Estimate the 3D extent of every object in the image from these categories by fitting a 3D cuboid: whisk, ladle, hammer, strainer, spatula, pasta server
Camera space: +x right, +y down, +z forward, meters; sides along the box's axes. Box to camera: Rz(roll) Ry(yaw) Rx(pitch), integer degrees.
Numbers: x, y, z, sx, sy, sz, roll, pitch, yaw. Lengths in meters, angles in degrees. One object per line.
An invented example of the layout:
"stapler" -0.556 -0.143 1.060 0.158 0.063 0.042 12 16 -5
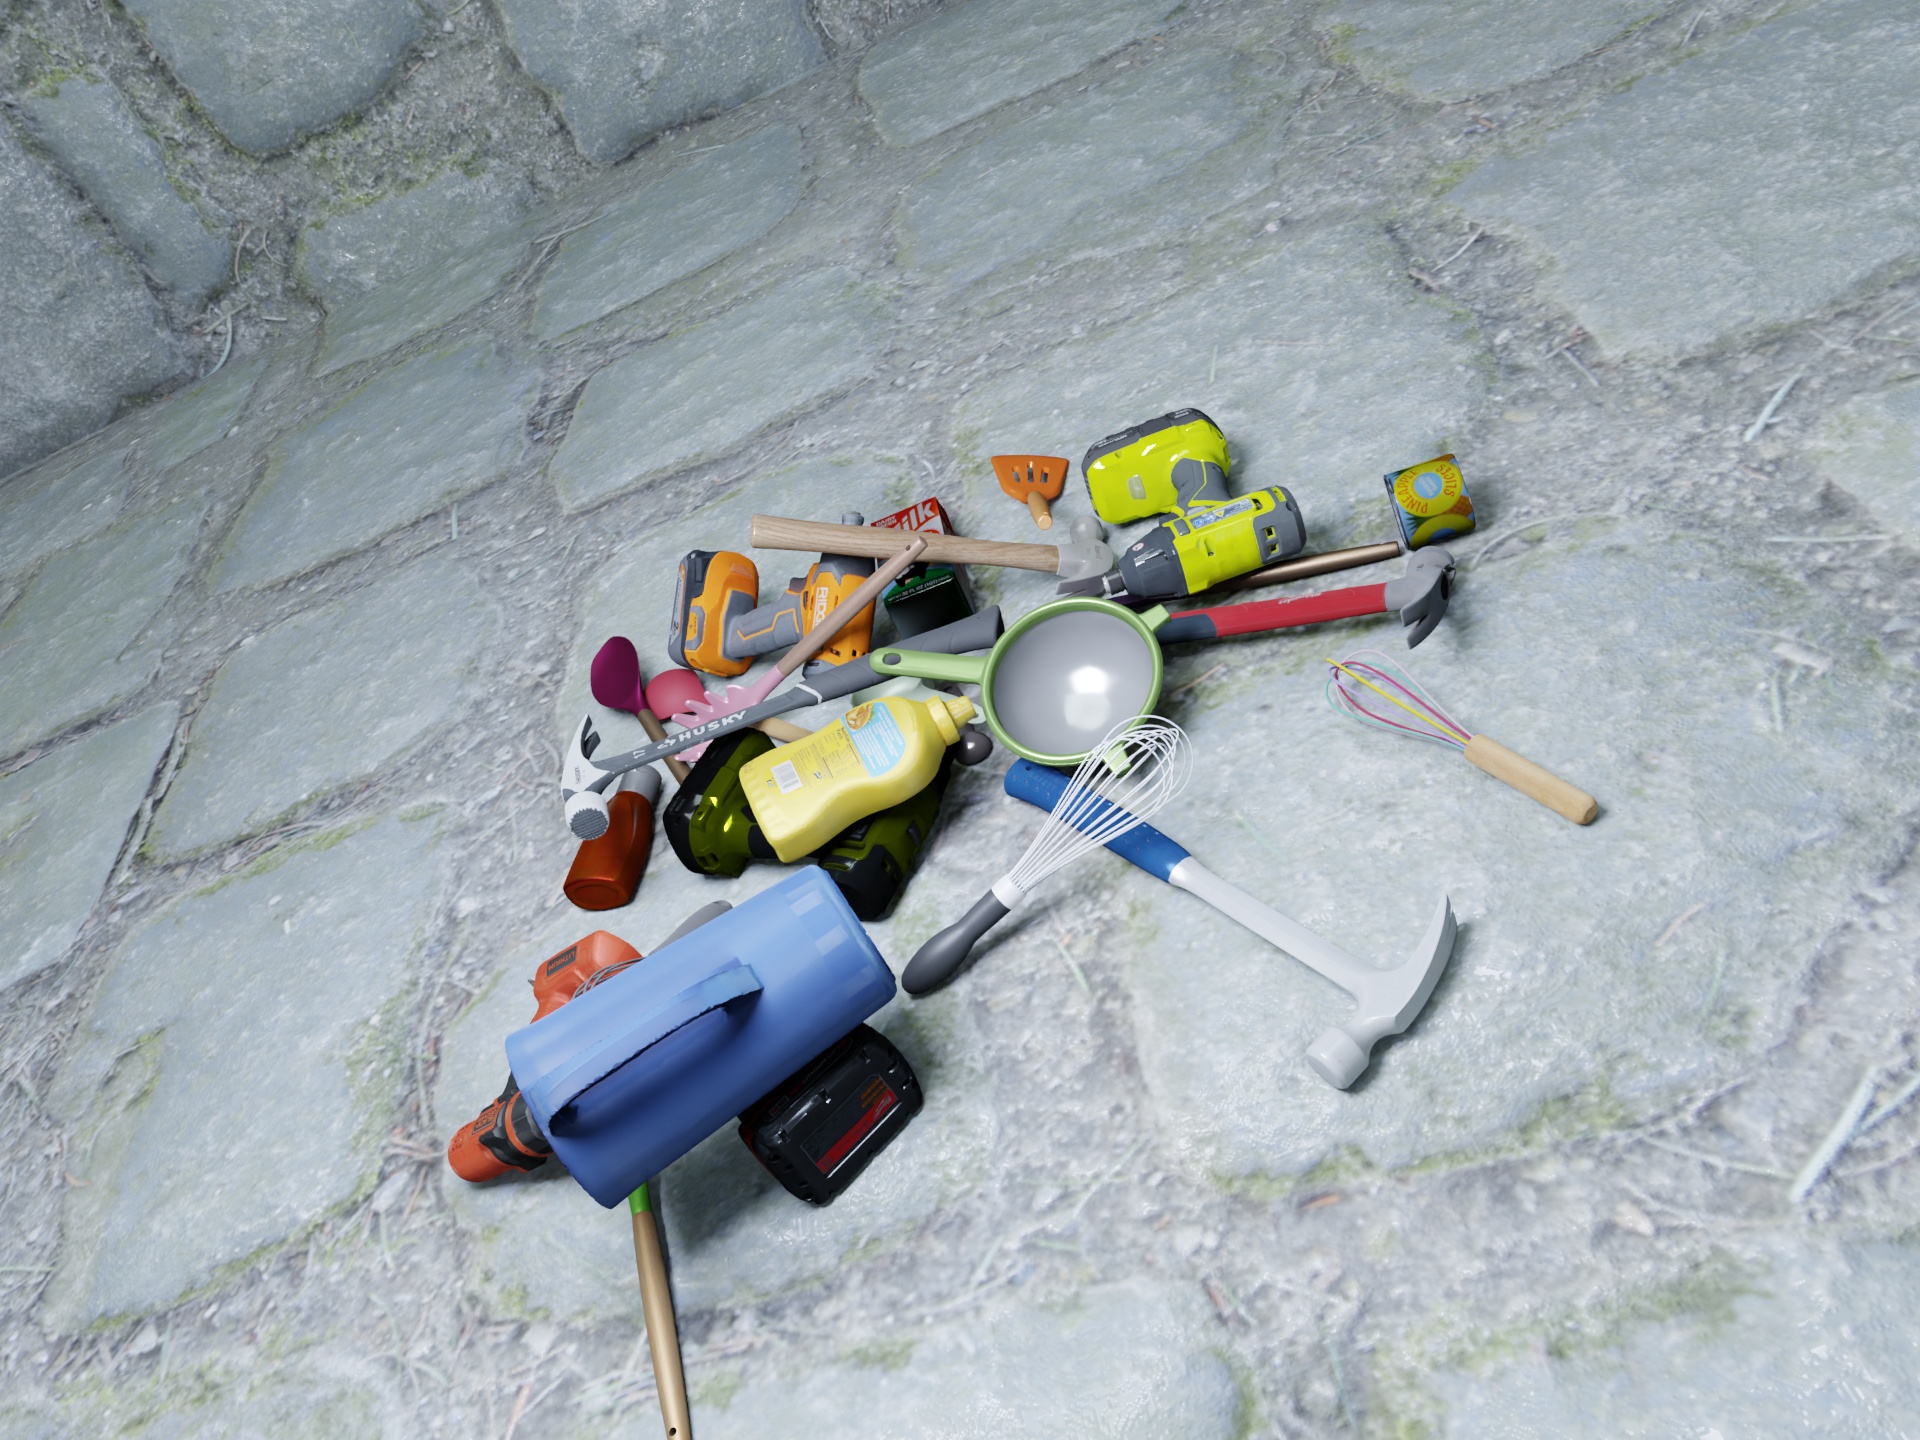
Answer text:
"whisk" -0.230 0.188 1.235 0.055 0.055 0.239 -13 10 20
"ladle" -0.210 -0.002 1.525 0.316 0.031 0.069 17 63 41
"hammer" -0.024 -0.155 1.444 0.331 0.031 0.130 4 37 -7
"whisk" 0.351 0.009 1.144 0.051 0.047 0.245 -37 42 -12
"strainer" 0.049 -0.027 1.317 0.256 0.069 0.152 7 67 24
"spatula" 0.220 -0.118 1.381 0.316 0.018 0.060 -10 6 19
"pasta server" -0.148 -0.064 1.437 0.316 0.040 0.060 -40 59 23
"whisk" 0.060 0.105 1.171 0.284 0.070 0.070 -45 37 9
"hammer" -0.152 -0.017 1.383 0.409 0.036 0.149 -21 34 -5
"hammer" 0.201 -0.074 1.309 0.386 0.038 0.143 -8 21 29
"hammer" 0.172 0.109 1.148 0.144 0.035 0.406 -42 39 -15
"spatula" 0.071 -0.215 1.494 0.081 0.041 0.323 2 14 -1

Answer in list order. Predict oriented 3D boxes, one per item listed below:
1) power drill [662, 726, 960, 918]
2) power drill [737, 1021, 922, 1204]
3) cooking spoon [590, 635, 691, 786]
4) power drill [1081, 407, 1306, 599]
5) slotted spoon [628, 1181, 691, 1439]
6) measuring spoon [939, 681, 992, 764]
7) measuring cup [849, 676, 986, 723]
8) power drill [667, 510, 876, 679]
"power drill" -0.120 0.067 1.349 0.228 0.080 0.191 4 49 32
"power drill" -0.125 0.229 1.172 0.188 0.080 0.227 -43 37 -18
"cooking spoon" -0.298 0.009 1.548 0.069 0.017 0.319 -51 44 8
"power drill" 0.190 -0.188 1.413 0.171 0.080 0.223 -20 33 2
"slotted spoon" -0.220 0.369 1.110 0.070 0.031 0.314 -33 39 5
"measuring spoon" -0.002 -0.004 1.400 0.034 0.018 0.124 -27 37 3
"measuring cup" -0.029 -0.011 1.408 0.168 0.038 0.083 20 60 44
"power drill" -0.173 -0.118 1.535 0.226 0.084 0.164 3 83 38
